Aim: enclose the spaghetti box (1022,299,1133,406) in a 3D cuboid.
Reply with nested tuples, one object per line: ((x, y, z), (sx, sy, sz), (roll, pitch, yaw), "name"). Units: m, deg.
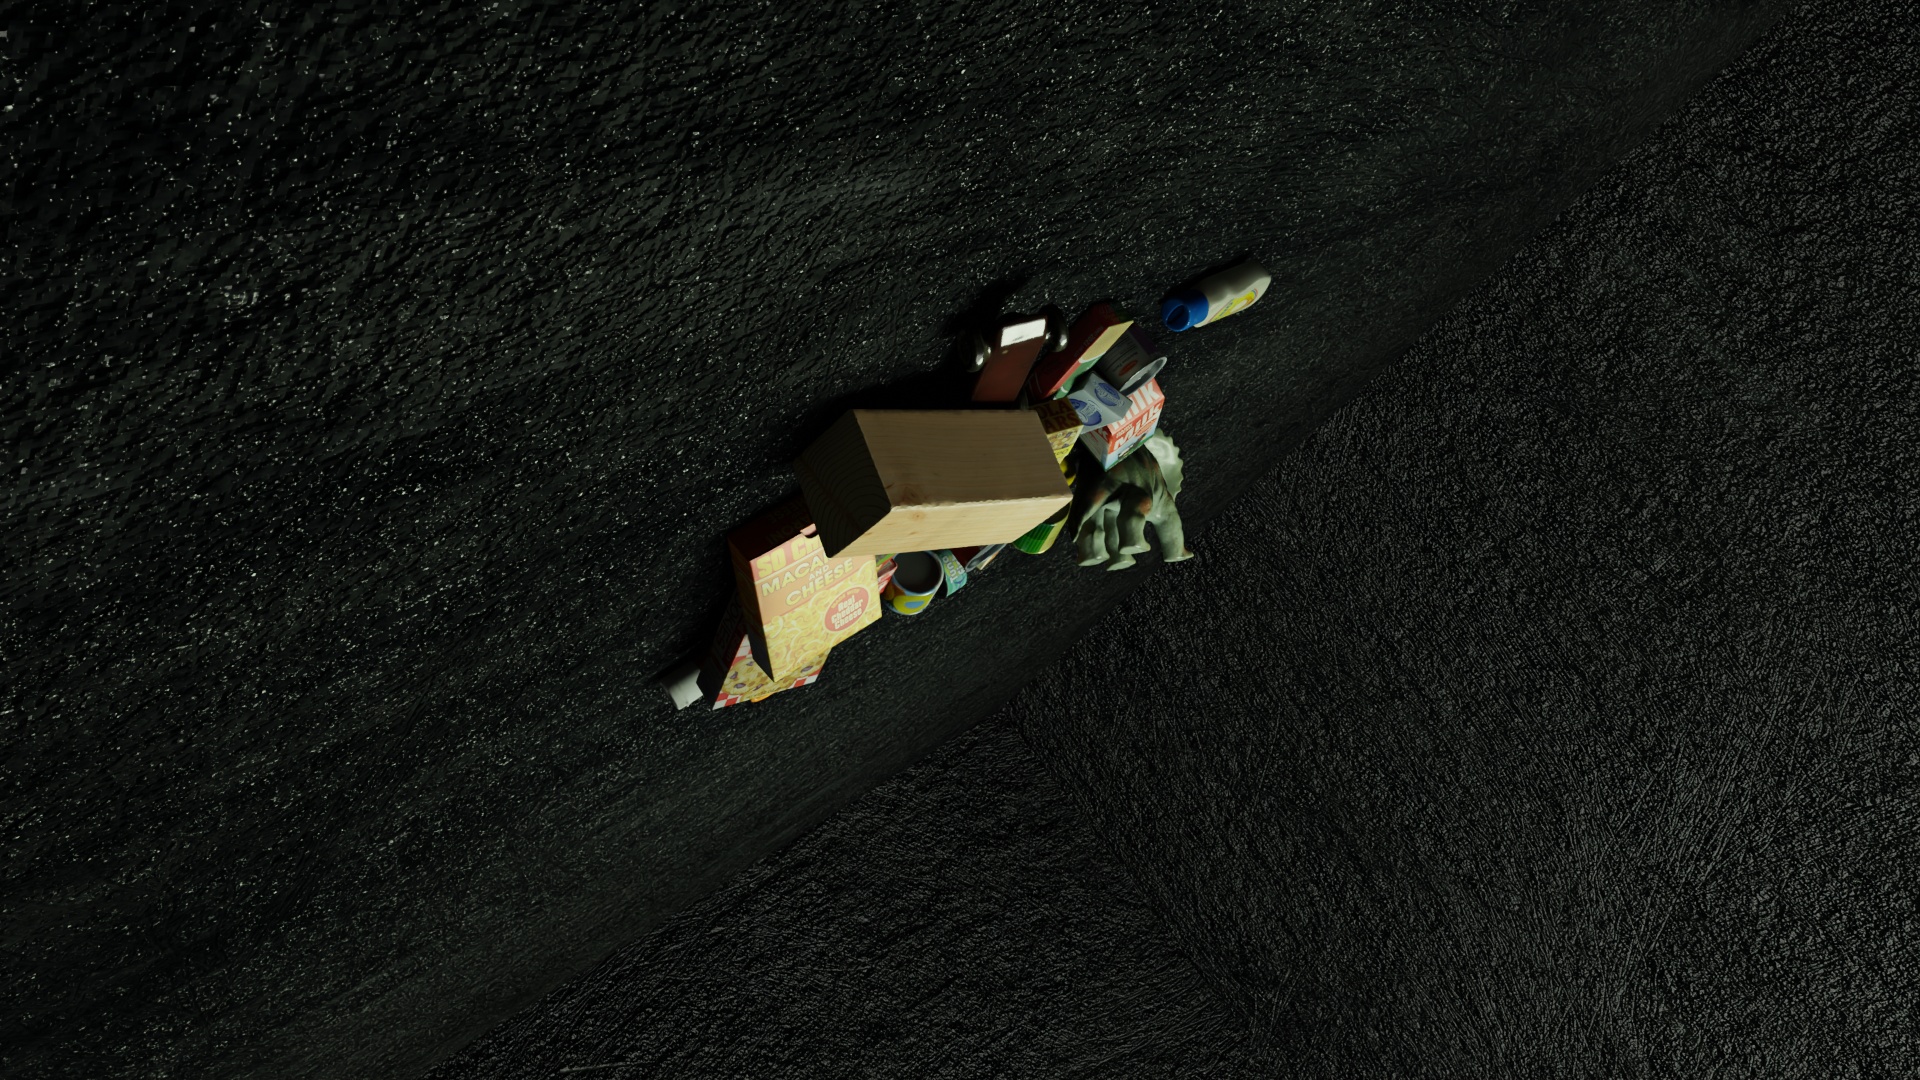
((0.074, -0.140, 1.359), (0.050, 0.029, 0.248), (-22, 161, -51), "spaghetti box")

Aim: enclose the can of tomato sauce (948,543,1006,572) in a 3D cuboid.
((0.005, -0.019, 1.495), (0.071, 0.083, 0.071), (-36, 169, -8), "can of tomato sauce")

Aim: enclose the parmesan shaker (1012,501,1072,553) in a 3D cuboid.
((0.103, -0.034, 1.792), (0.071, 0.071, 0.102), (-34, 167, -19), "parmesan shaker")

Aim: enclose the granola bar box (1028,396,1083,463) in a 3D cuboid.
((0.025, -0.072, 1.341), (0.166, 0.039, 0.123), (-17, 156, -26), "granola bar box")

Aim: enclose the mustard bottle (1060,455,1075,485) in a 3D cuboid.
((0.102, -0.081, 1.638), (0.065, 0.049, 0.160), (-43, 169, 18), "mustard bottle")

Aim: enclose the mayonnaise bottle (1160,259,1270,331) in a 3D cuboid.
((0.265, -0.254, 1.460), (0.149, 0.041, 0.064), (-28, 167, -43), "mayonnaise bottle")

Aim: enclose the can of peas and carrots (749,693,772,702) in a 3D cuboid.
((-0.213, 0.132, 1.492), (0.071, 0.059, 0.071), (-35, 168, -8), "can of peas and carrots")

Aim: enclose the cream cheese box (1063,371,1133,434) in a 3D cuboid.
((0.127, -0.137, 1.390), (0.024, 0.053, 0.103), (-58, -167, -13), "cream cheese box")

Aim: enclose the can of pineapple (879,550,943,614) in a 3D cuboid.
((-0.059, 0.045, 1.601), (0.071, 0.071, 0.057), (-32, 166, -28), "can of pineapple")

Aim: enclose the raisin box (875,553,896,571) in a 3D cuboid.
((-0.112, 0.021, 1.410), (0.123, 0.040, 0.086), (-43, 169, 28), "raisin box")

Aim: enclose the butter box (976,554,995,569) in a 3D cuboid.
((0.052, -0.014, 1.650), (0.103, 0.024, 0.053), (-50, 176, 24), "butter box")

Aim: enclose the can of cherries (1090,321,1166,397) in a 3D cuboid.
((0.162, -0.182, 1.390), (0.071, 0.058, 0.071), (-37, 168, -9), "can of cherries")

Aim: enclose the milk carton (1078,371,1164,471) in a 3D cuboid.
((0.169, -0.146, 1.514), (0.072, 0.073, 0.190), (-37, 168, -4), "milk carton")

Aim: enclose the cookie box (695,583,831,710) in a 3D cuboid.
((-0.172, 0.085, 1.337), (0.123, 0.040, 0.166), (-12, 143, -40), "cookie box")

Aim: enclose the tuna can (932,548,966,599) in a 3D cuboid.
((-0.024, 0.033, 1.657), (0.033, 0.071, 0.070), (-33, 168, -27), "tuna can")

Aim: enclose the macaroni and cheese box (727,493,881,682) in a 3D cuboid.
((-0.133, 0.034, 1.227), (0.124, 0.040, 0.165), (-32, 144, -25), "macaroni and cheese box")

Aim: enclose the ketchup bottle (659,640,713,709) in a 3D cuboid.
((-0.231, 0.116, 1.408), (0.149, 0.043, 0.064), (-33, 162, -19), "ketchup bottle")
